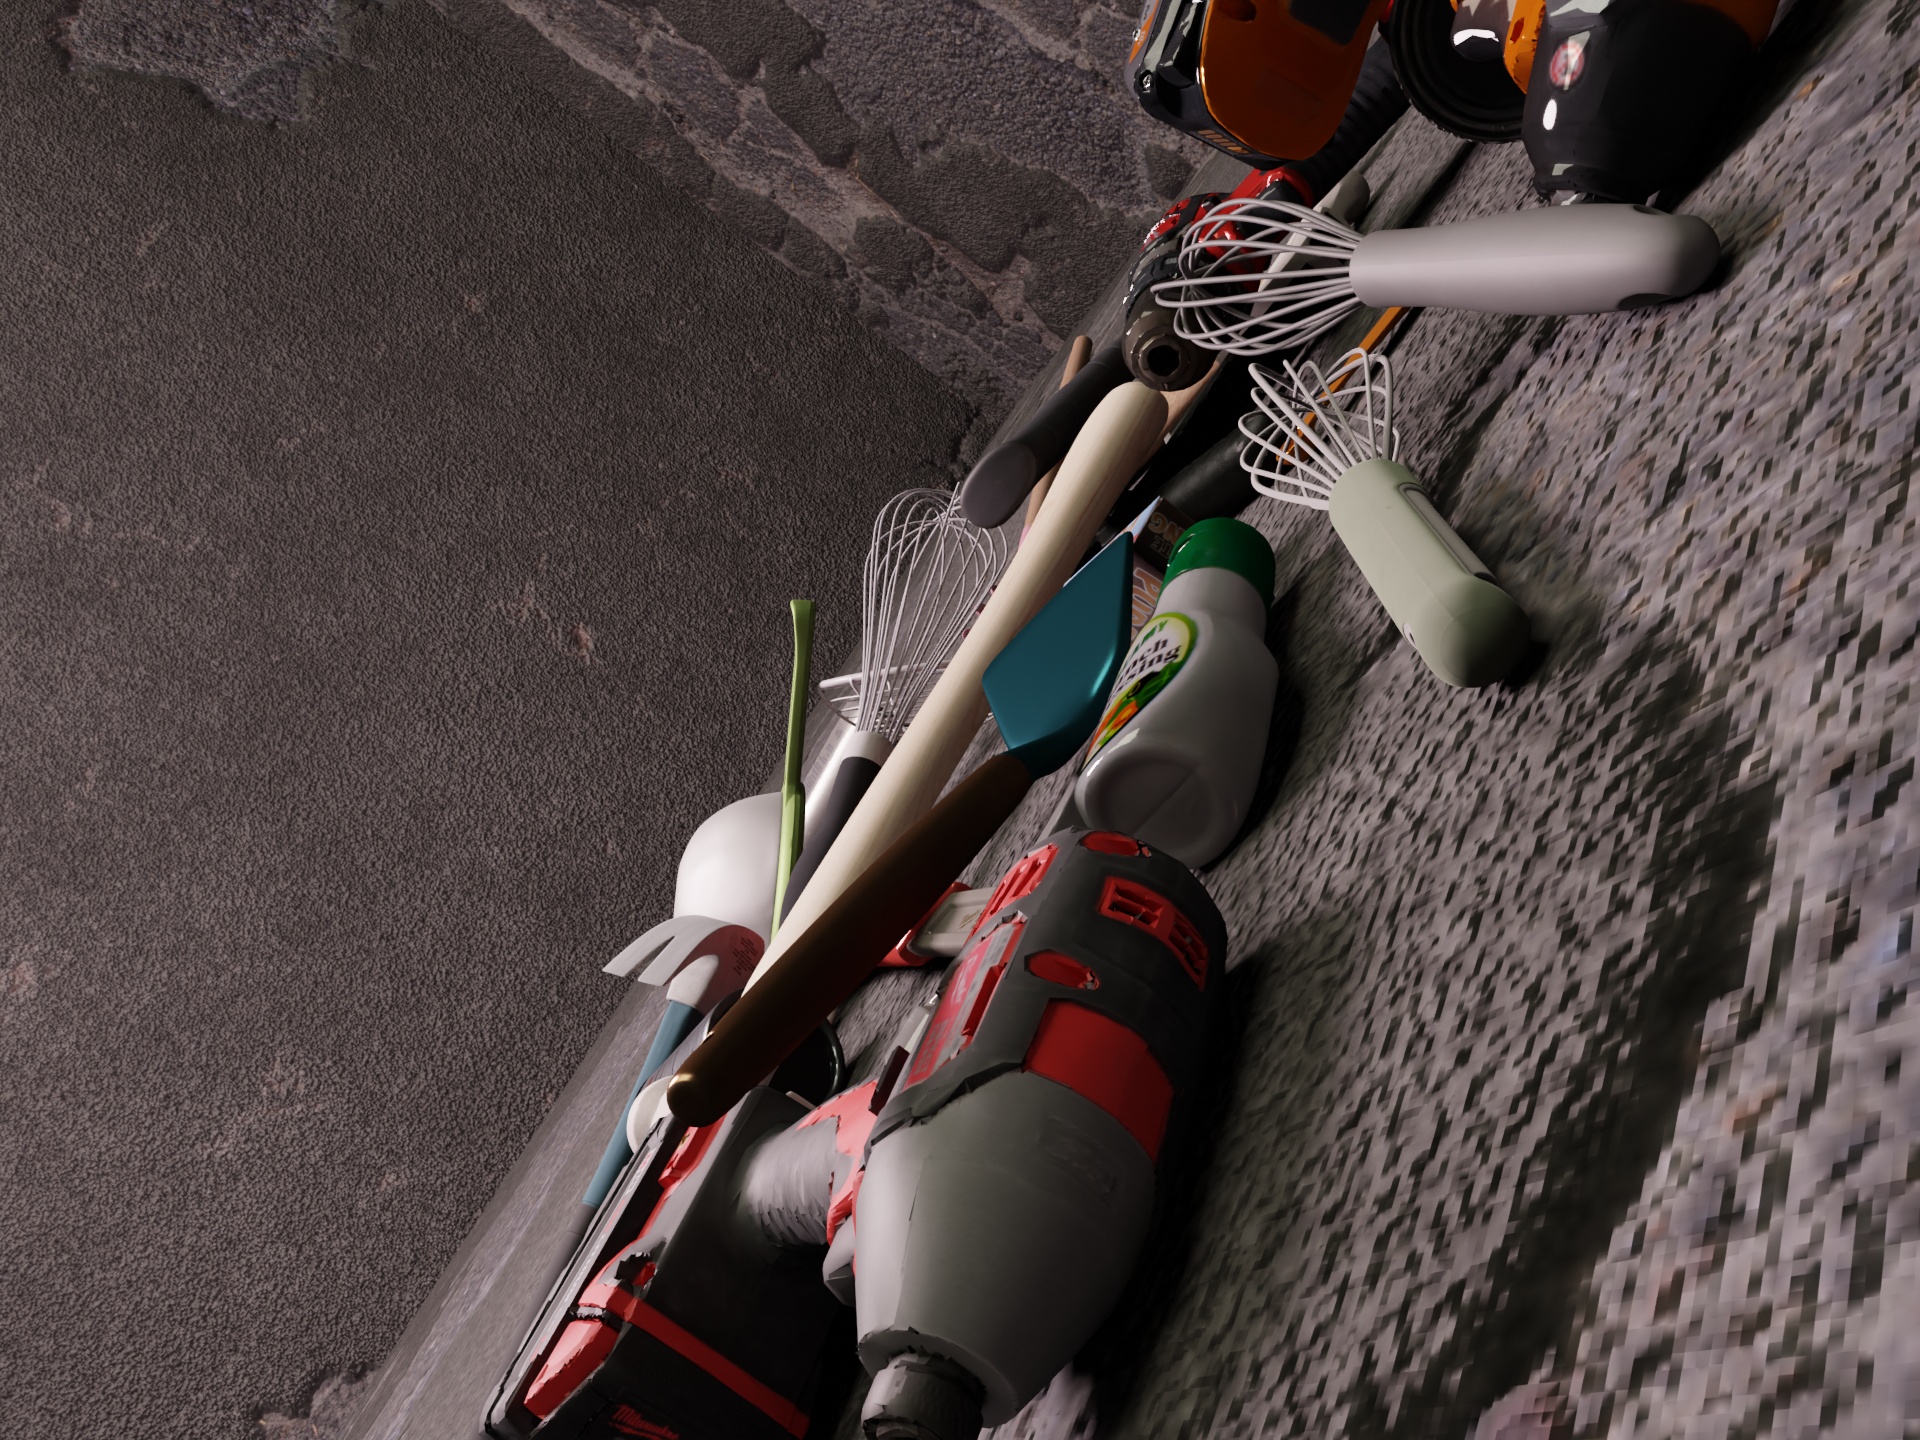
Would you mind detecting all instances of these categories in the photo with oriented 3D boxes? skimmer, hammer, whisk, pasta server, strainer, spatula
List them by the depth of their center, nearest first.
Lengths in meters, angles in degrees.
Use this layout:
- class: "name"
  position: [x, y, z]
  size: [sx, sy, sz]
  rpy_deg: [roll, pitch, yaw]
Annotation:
- class: "whisk"
  position: [0.114, -0.063, 0.443]
  size: [0.059, 0.057, 0.246]
  rpy_deg: [-44, 15, 18]
- class: "spatula"
  position: [-0.005, 0.018, 0.445]
  size: [0.082, 0.044, 0.317]
  rpy_deg: [-44, -1, 27]
- class: "whisk"
  position: [0.130, -0.135, 0.480]
  size: [0.055, 0.055, 0.239]
  rpy_deg: [-55, 26, -3]
- class: "hammer"
  position: [-0.001, -0.002, 0.657]
  size: [0.411, 0.038, 0.146]
  rpy_deg: [-59, 10, -29]
- class: "hammer"
  position: [-0.014, 0.078, 0.663]
  size: [0.149, 0.036, 0.359]
  rpy_deg: [-57, 8, -15]
- class: "hammer"
  position: [-0.169, 0.241, 0.732]
  size: [0.128, 0.033, 0.331]
  rpy_deg: [63, -137, -53]
- class: "whisk"
  position: [-0.034, -0.008, 0.757]
  size: [0.070, 0.070, 0.285]
  rpy_deg: [-46, 22, 52]
- class: "skimmer"
  position: [0.060, -0.120, 0.868]
  size: [0.363, 0.090, 0.127]
  rpy_deg: [-50, -17, 20]
- class: "hammer"
  position: [0.104, -0.219, 0.911]
  size: [0.409, 0.036, 0.149]
  rpy_deg: [-51, 0, -43]
- class: "strainer"
  position: [-0.125, 0.055, 0.914]
  size: [0.151, 0.069, 0.256]
  rpy_deg: [-119, 35, -76]
- class: "hammer"
  position: [0.130, -0.194, 0.988]
  size: [0.130, 0.031, 0.331]
  rpy_deg: [-59, 8, -34]
- class: "pasta server"
  position: [0.048, -0.149, 1.071]
  size: [0.060, 0.040, 0.316]
  rpy_deg: [109, 177, -58]

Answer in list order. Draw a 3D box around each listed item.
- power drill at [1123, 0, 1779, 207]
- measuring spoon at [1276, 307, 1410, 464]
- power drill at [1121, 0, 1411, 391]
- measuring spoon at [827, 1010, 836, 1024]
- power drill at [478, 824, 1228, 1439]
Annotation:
- class: "power drill"
  position: [0.153, -0.230, 0.505]
  size: [0.227, 0.084, 0.164]
  rpy_deg: [27, 103, 55]
- class: "measuring spoon"
  position: [0.166, -0.147, 0.636]
  size: [0.117, 0.011, 0.021]
  rpy_deg: [-51, 7, -1]
- class: "power drill"
  position: [0.160, -0.248, 0.722]
  size: [0.226, 0.080, 0.188]
  rpy_deg: [-41, 14, 32]
- class: "measuring spoon"
  position: [-0.100, 0.191, 0.770]
  size: [0.124, 0.018, 0.034]
  rpy_deg: [-57, 7, -13]
- class: "power drill"
  position: [-0.028, 0.127, 0.385]
  size: [0.219, 0.078, 0.143]
  rpy_deg: [-44, 12, 42]
